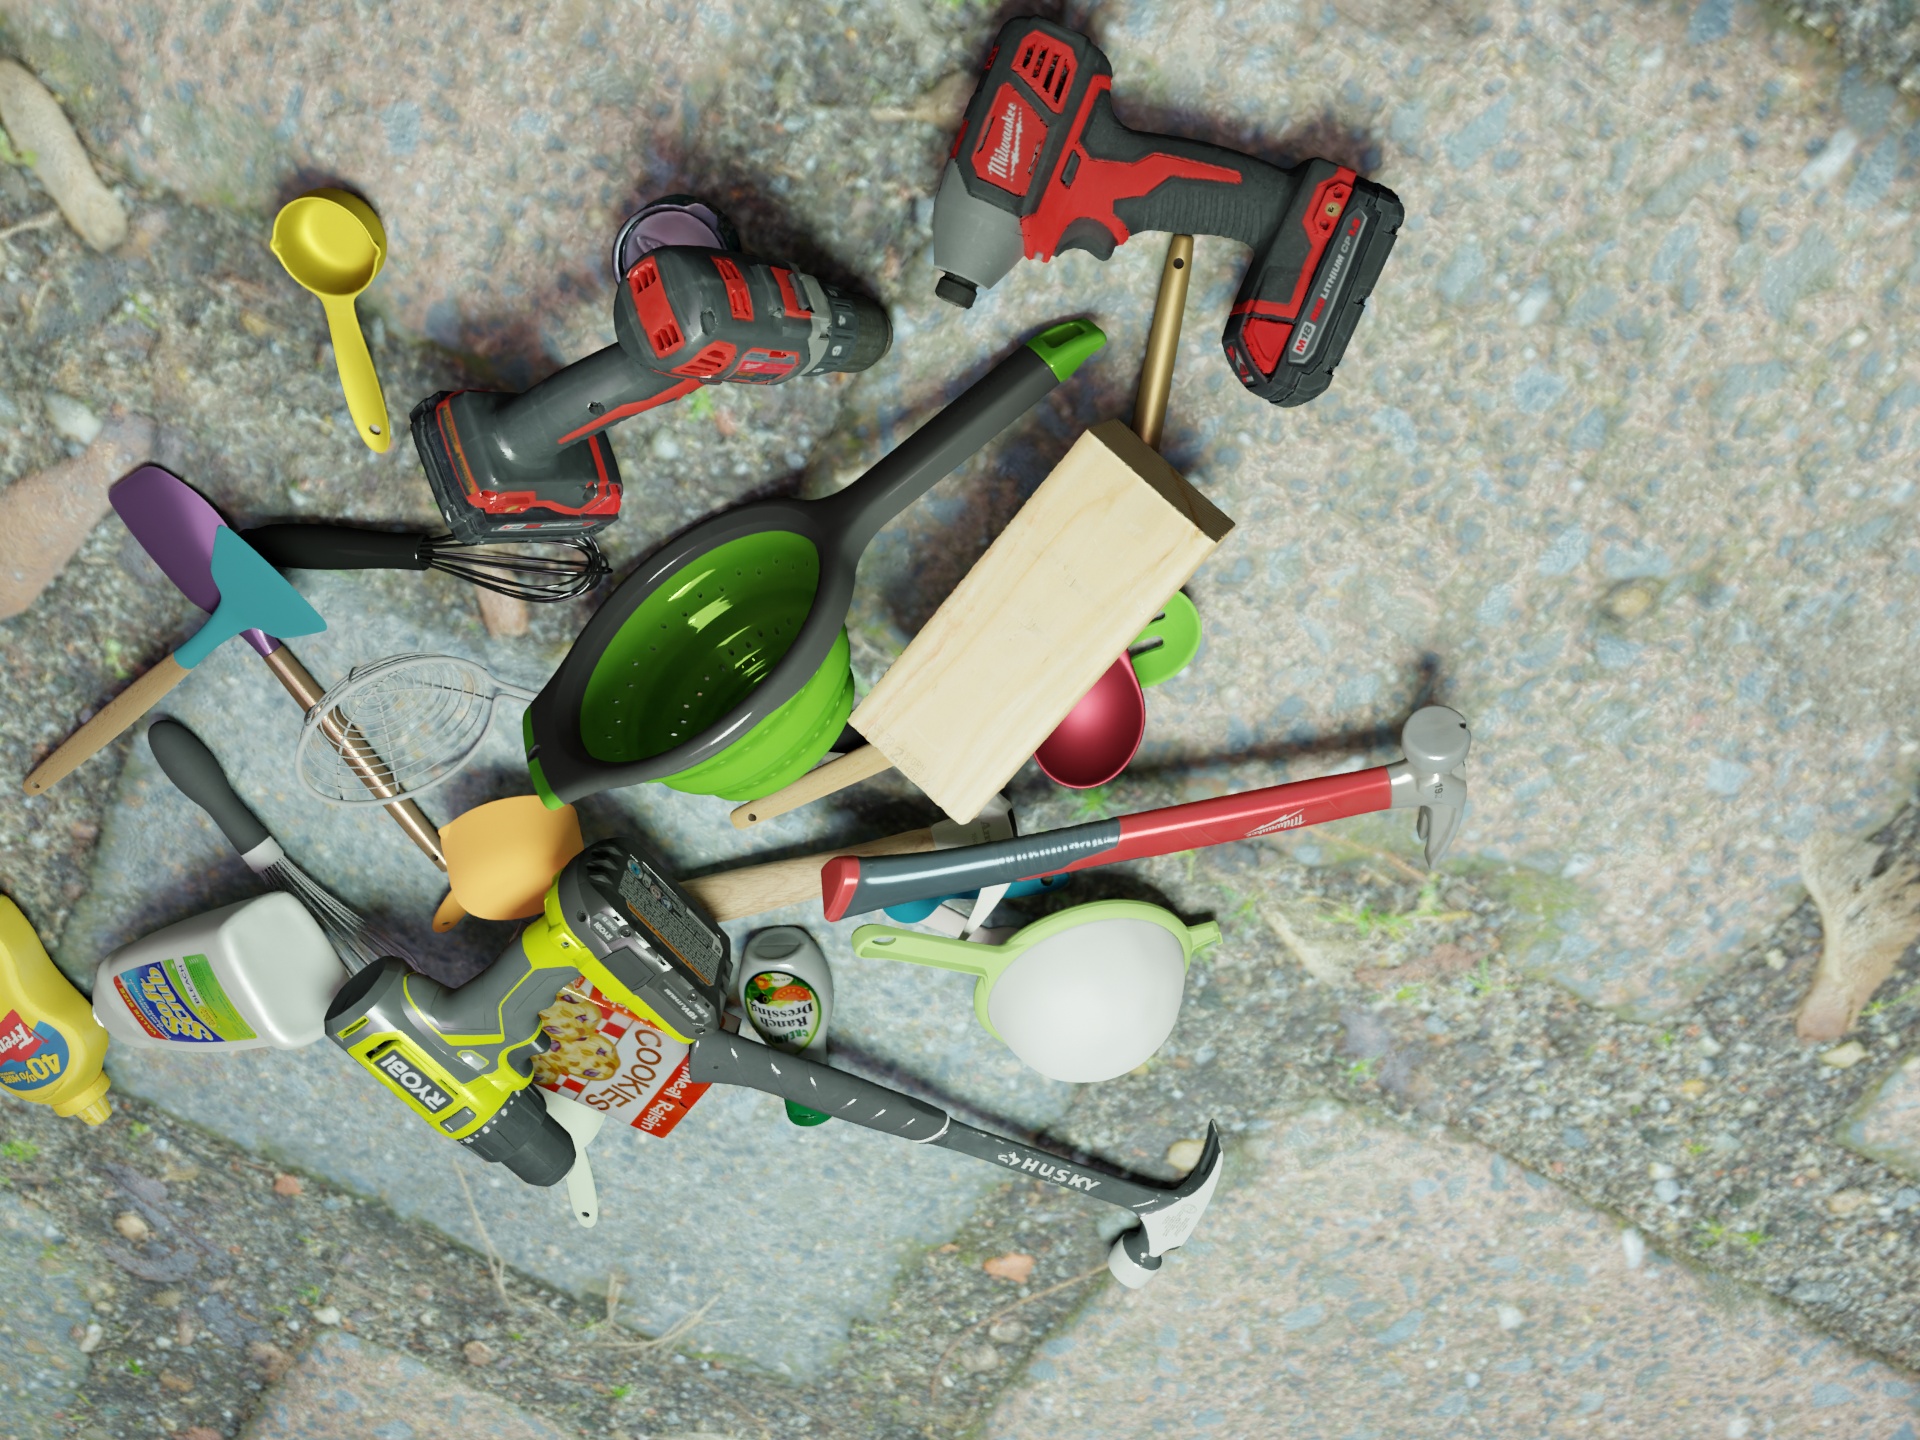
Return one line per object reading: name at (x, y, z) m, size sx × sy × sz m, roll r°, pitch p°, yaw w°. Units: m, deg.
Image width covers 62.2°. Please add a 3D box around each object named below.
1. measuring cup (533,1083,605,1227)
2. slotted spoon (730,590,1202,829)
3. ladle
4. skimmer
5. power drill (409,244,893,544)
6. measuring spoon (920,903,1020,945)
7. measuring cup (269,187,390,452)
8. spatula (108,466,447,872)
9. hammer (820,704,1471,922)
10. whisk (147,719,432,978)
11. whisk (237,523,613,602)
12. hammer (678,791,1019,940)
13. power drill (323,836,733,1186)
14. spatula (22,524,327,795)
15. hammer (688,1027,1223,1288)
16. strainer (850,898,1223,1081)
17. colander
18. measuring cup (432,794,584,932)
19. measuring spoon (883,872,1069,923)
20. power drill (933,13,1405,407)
measuring cup at (-0.295, 0.324, 1.184) m, size 0.083 × 0.038 × 0.167 m, roll -2°, pitch 116°, yaw 6°
slotted spoon at (-0.002, -0.003, 0.968) m, size 0.314 × 0.031 × 0.070 m, roll -25°, pitch 111°, yaw 9°
ladle at (0.093, -0.112, 0.898) m, size 0.069 × 0.031 × 0.315 m, roll 11°, pitch 108°, yaw 3°
skimmer at (-0.217, 0.019, 0.985) m, size 0.363 × 0.090 × 0.127 m, roll 6°, pitch 144°, yaw 0°
power drill at (-0.158, -0.175, 0.849) m, size 0.226 × 0.188 × 0.080 m, roll -23°, pitch 86°, yaw 31°
measuring spoon at (-0.009, 0.140, 1.071) m, size 0.124 × 0.018 × 0.034 m, roll 25°, pitch 118°, yaw -7°
measuring cup at (-0.345, -0.227, 0.908) m, size 0.062 × 0.029 × 0.156 m, roll 3°, pitch 130°, yaw 3°
spatula at (-0.423, -0.025, 1.021) m, size 0.060 × 0.018 × 0.315 m, roll -25°, pitch 112°, yaw 18°
hammer at (0.108, 0.077, 0.962) m, size 0.386 × 0.038 × 0.143 m, roll -11°, pitch 146°, yaw 4°
whisk at (-0.454, 0.116, 1.083) m, size 0.070 × 0.070 × 0.284 m, roll -27°, pitch 107°, yaw 18°
whisk at (-0.326, -0.100, 0.957) m, size 0.239 × 0.055 × 0.055 m, roll 4°, pitch 118°, yaw 7°
hammer at (-0.118, 0.110, 1.045) m, size 0.331 × 0.031 × 0.130 m, roll -15°, pitch 95°, yaw 17°
power drill at (-0.258, 0.193, 1.009) m, size 0.228 × 0.080 × 0.190 m, roll -33°, pitch 113°, yaw 17°
spatula at (-0.512, -0.022, 1.004) m, size 0.317 × 0.044 × 0.082 m, roll -31°, pitch 112°, yaw 26°
hammer at (-0.001, 0.286, 1.103) m, size 0.408 × 0.036 × 0.149 m, roll 24°, pitch 116°, yaw -19°
strainer at (0.046, 0.176, 1.000) m, size 0.256 × 0.069 × 0.151 m, roll 16°, pitch 126°, yaw -34°
colander at (-0.064, -0.072, 0.900) m, size 0.397 × 0.205 × 0.094 m, roll -38°, pitch 128°, yaw 3°
measuring cup at (-0.309, 0.116, 1.051) m, size 0.095 × 0.052 × 0.173 m, roll 4°, pitch 142°, yaw -41°
measuring spoon at (0.008, 0.111, 1.048) m, size 0.128 × 0.021 × 0.042 m, roll -6°, pitch 99°, yaw 6°
power drill at (0.096, -0.247, 0.808) m, size 0.219 × 0.078 × 0.143 m, roll 23°, pitch 99°, yaw -4°
